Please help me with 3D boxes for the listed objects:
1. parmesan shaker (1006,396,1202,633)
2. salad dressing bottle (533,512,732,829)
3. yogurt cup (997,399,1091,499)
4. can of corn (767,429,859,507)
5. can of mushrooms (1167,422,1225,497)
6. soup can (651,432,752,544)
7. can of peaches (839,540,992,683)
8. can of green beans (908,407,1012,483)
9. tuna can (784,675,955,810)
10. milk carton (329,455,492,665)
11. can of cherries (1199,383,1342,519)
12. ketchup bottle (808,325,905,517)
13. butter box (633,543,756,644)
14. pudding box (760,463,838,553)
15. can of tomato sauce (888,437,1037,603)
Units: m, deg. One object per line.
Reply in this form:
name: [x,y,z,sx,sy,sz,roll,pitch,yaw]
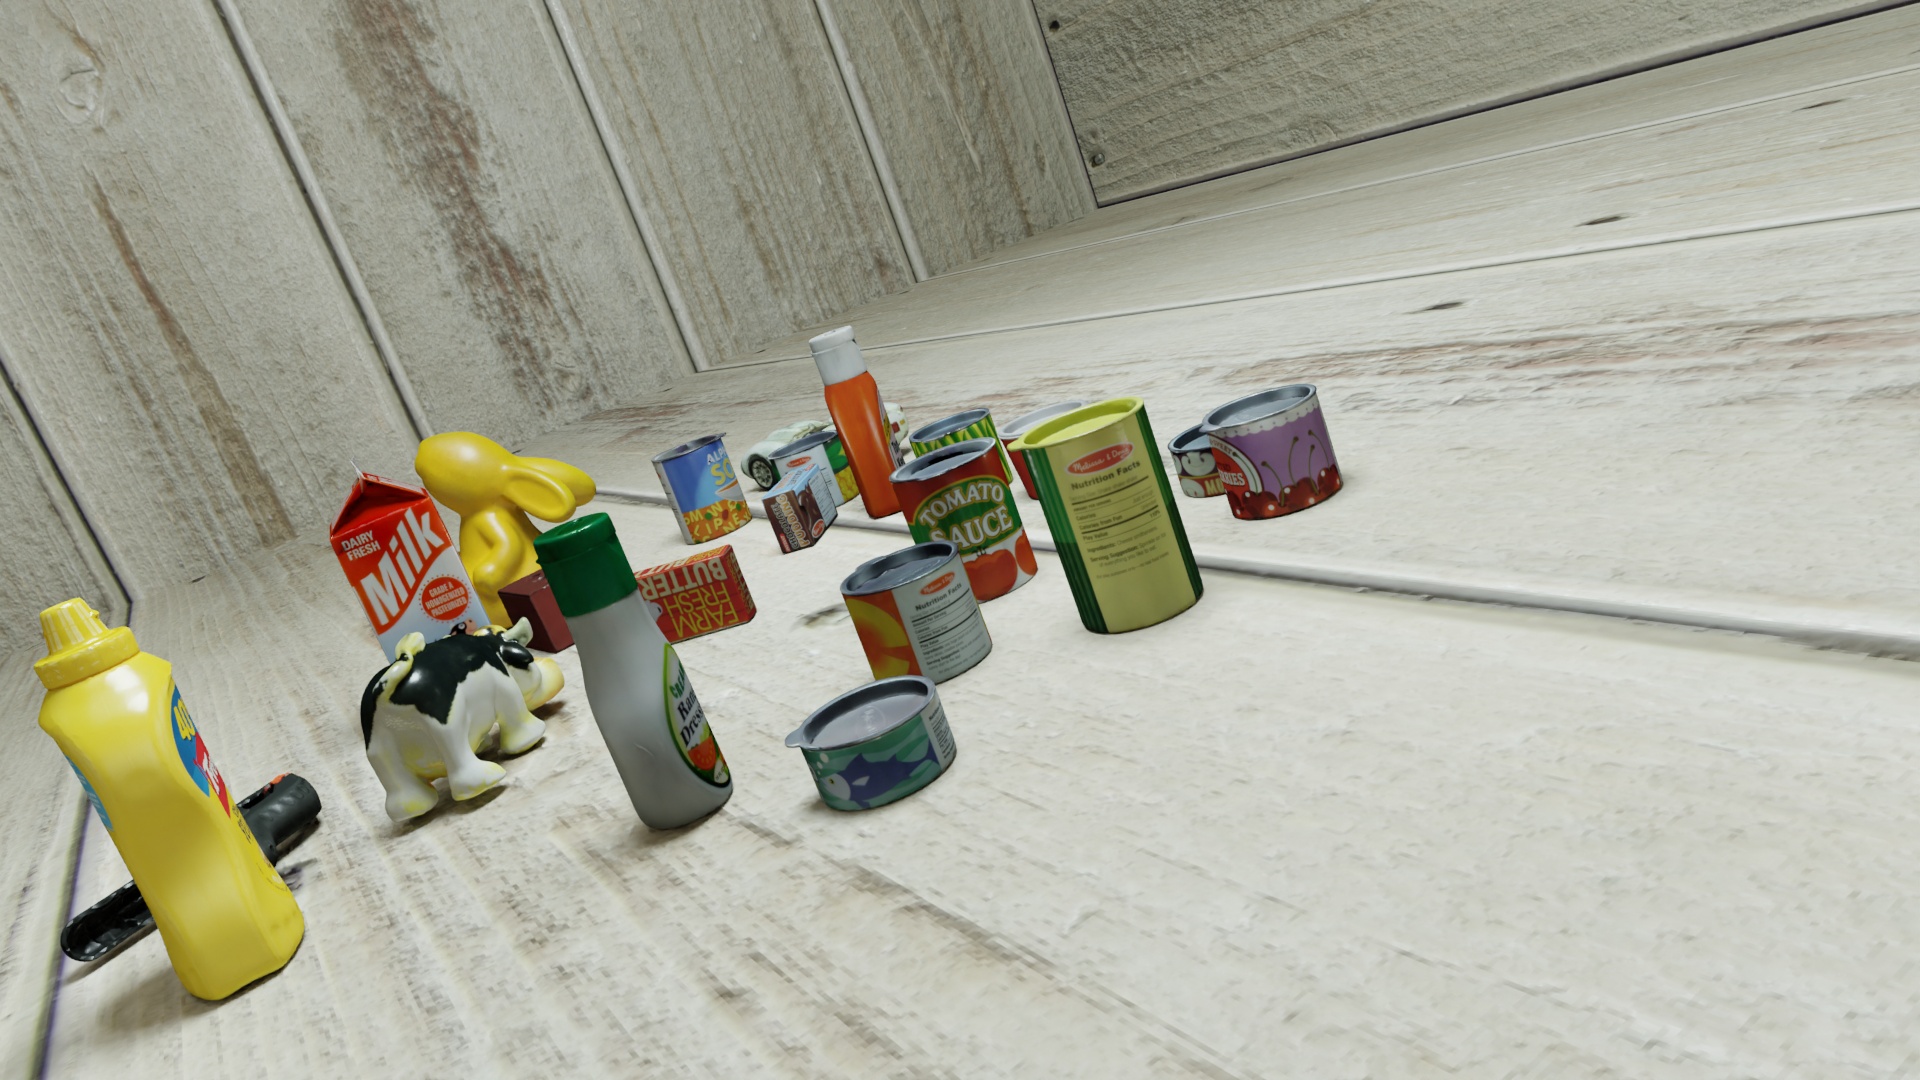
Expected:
parmesan shaker: [0.073,-0.012,0.700,0.071,0.103,0.071,-19,14,5]
salad dressing bottle: [-0.153,0.061,0.647,0.044,0.147,0.064,-19,14,6]
yogurt cup: [0.066,-0.064,0.992,0.072,0.053,0.072,-19,15,5]
can of corn: [-0.127,-0.059,1.219,0.071,0.058,0.071,-19,15,5]
can of mushrooms: [0.166,-0.054,0.866,0.071,0.033,0.071,-19,15,5]
soup can: [-0.232,-0.048,1.265,0.071,0.083,0.071,-19,14,5]
can of peaches: [-0.024,0.039,0.732,0.071,0.058,0.071,-19,15,5]
can of green beans: [0.001,-0.063,1.067,0.071,0.057,0.071,-19,15,5]
tuna can: [-0.039,0.090,0.618,0.071,0.032,0.071,-19,15,5]
milk carton: [-0.391,0.028,0.988,0.074,0.190,0.072,-25,15,-19]
can of cherries: [0.175,-0.050,0.790,0.071,0.058,0.072,-19,15,5]
ketchup bottle: [-0.079,-0.095,1.107,0.043,0.148,0.065,-19,14,5]
butter box: [-0.196,0.042,0.956,0.103,0.053,0.024,-16,15,14]
pudding box: [-0.129,-0.027,1.124,0.030,0.049,0.084,-17,15,13]
can of tomato sauce: [0.003,-0.010,0.825,0.071,0.083,0.071,-19,14,5]
